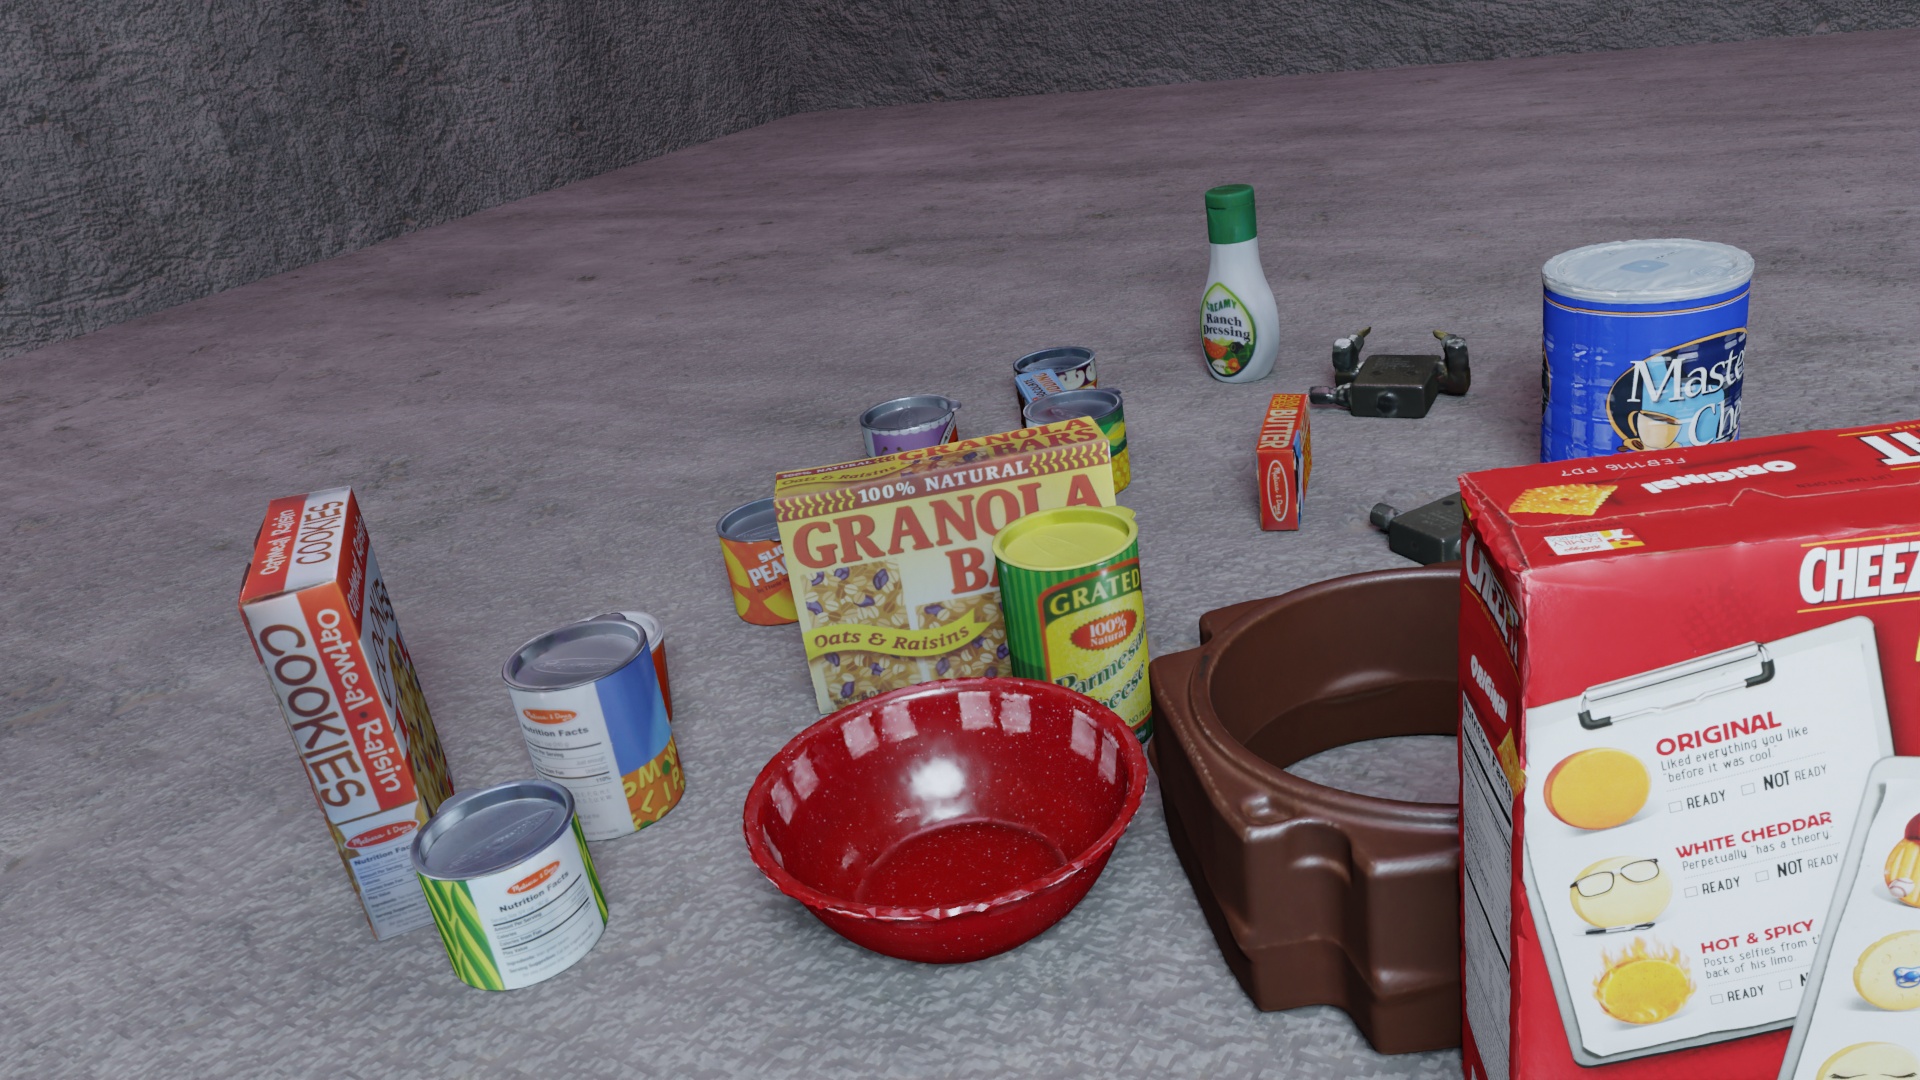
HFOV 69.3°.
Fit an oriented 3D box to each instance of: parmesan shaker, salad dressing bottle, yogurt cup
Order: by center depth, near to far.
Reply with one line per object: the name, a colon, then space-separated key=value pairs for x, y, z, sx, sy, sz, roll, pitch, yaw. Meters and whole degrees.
parmesan shaker: x=0.057 y=0.043 z=0.647 sx=0.071 sy=0.102 sz=0.071 roll=-8 pitch=24 yaw=4
yogurt cup: x=-0.183 y=0.075 z=0.724 sx=0.072 sy=0.053 sz=0.073 roll=-8 pitch=24 yaw=4
salad dressing bottle: x=0.212 y=-0.197 z=1.069 sx=0.044 sy=0.147 sz=0.064 roll=-27 pitch=29 yaw=-35

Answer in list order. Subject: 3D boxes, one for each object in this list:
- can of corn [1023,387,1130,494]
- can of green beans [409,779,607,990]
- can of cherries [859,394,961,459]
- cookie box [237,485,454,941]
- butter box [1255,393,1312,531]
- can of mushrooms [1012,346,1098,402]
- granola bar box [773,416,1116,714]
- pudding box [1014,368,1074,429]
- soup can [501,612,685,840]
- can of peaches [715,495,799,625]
can of corn: x=0.081 y=-0.064 z=0.932 sx=0.071 sy=0.058 sz=0.071 roll=-8 pitch=24 yaw=4
can of green beans: x=-0.185 y=0.141 z=0.573 sx=0.071 sy=0.057 sz=0.071 roll=-8 pitch=24 yaw=4
can of cherries: x=-0.031 y=-0.064 z=0.971 sx=0.071 sy=0.058 sz=0.072 roll=-8 pitch=24 yaw=4
cookie box: x=-0.269 y=0.073 z=0.621 sx=0.040 sy=0.166 sz=0.123 roll=-16 pitch=25 yaw=-15
butter box: x=0.202 y=-0.051 z=0.863 sx=0.024 sy=0.053 sz=0.104 roll=-1 pitch=25 yaw=19
can of mushrooms: x=0.075 y=-0.128 z=1.106 sx=0.071 sy=0.033 sz=0.071 roll=-8 pitch=24 yaw=4
granola bar box: x=-0.002 y=0.013 z=0.710 sx=0.166 sy=0.123 sz=0.039 roll=-10 pitch=24 yaw=-2
pudding box: x=0.062 y=-0.088 z=1.001 sx=0.030 sy=0.049 sz=0.084 roll=-11 pitch=24 yaw=-4
soup can: x=-0.170 y=0.087 z=0.656 sx=0.071 sy=0.083 sz=0.071 roll=-8 pitch=24 yaw=4
can of peaches: x=-0.107 y=0.012 z=0.831 sx=0.071 sy=0.057 sz=0.071 roll=-8 pitch=24 yaw=4
